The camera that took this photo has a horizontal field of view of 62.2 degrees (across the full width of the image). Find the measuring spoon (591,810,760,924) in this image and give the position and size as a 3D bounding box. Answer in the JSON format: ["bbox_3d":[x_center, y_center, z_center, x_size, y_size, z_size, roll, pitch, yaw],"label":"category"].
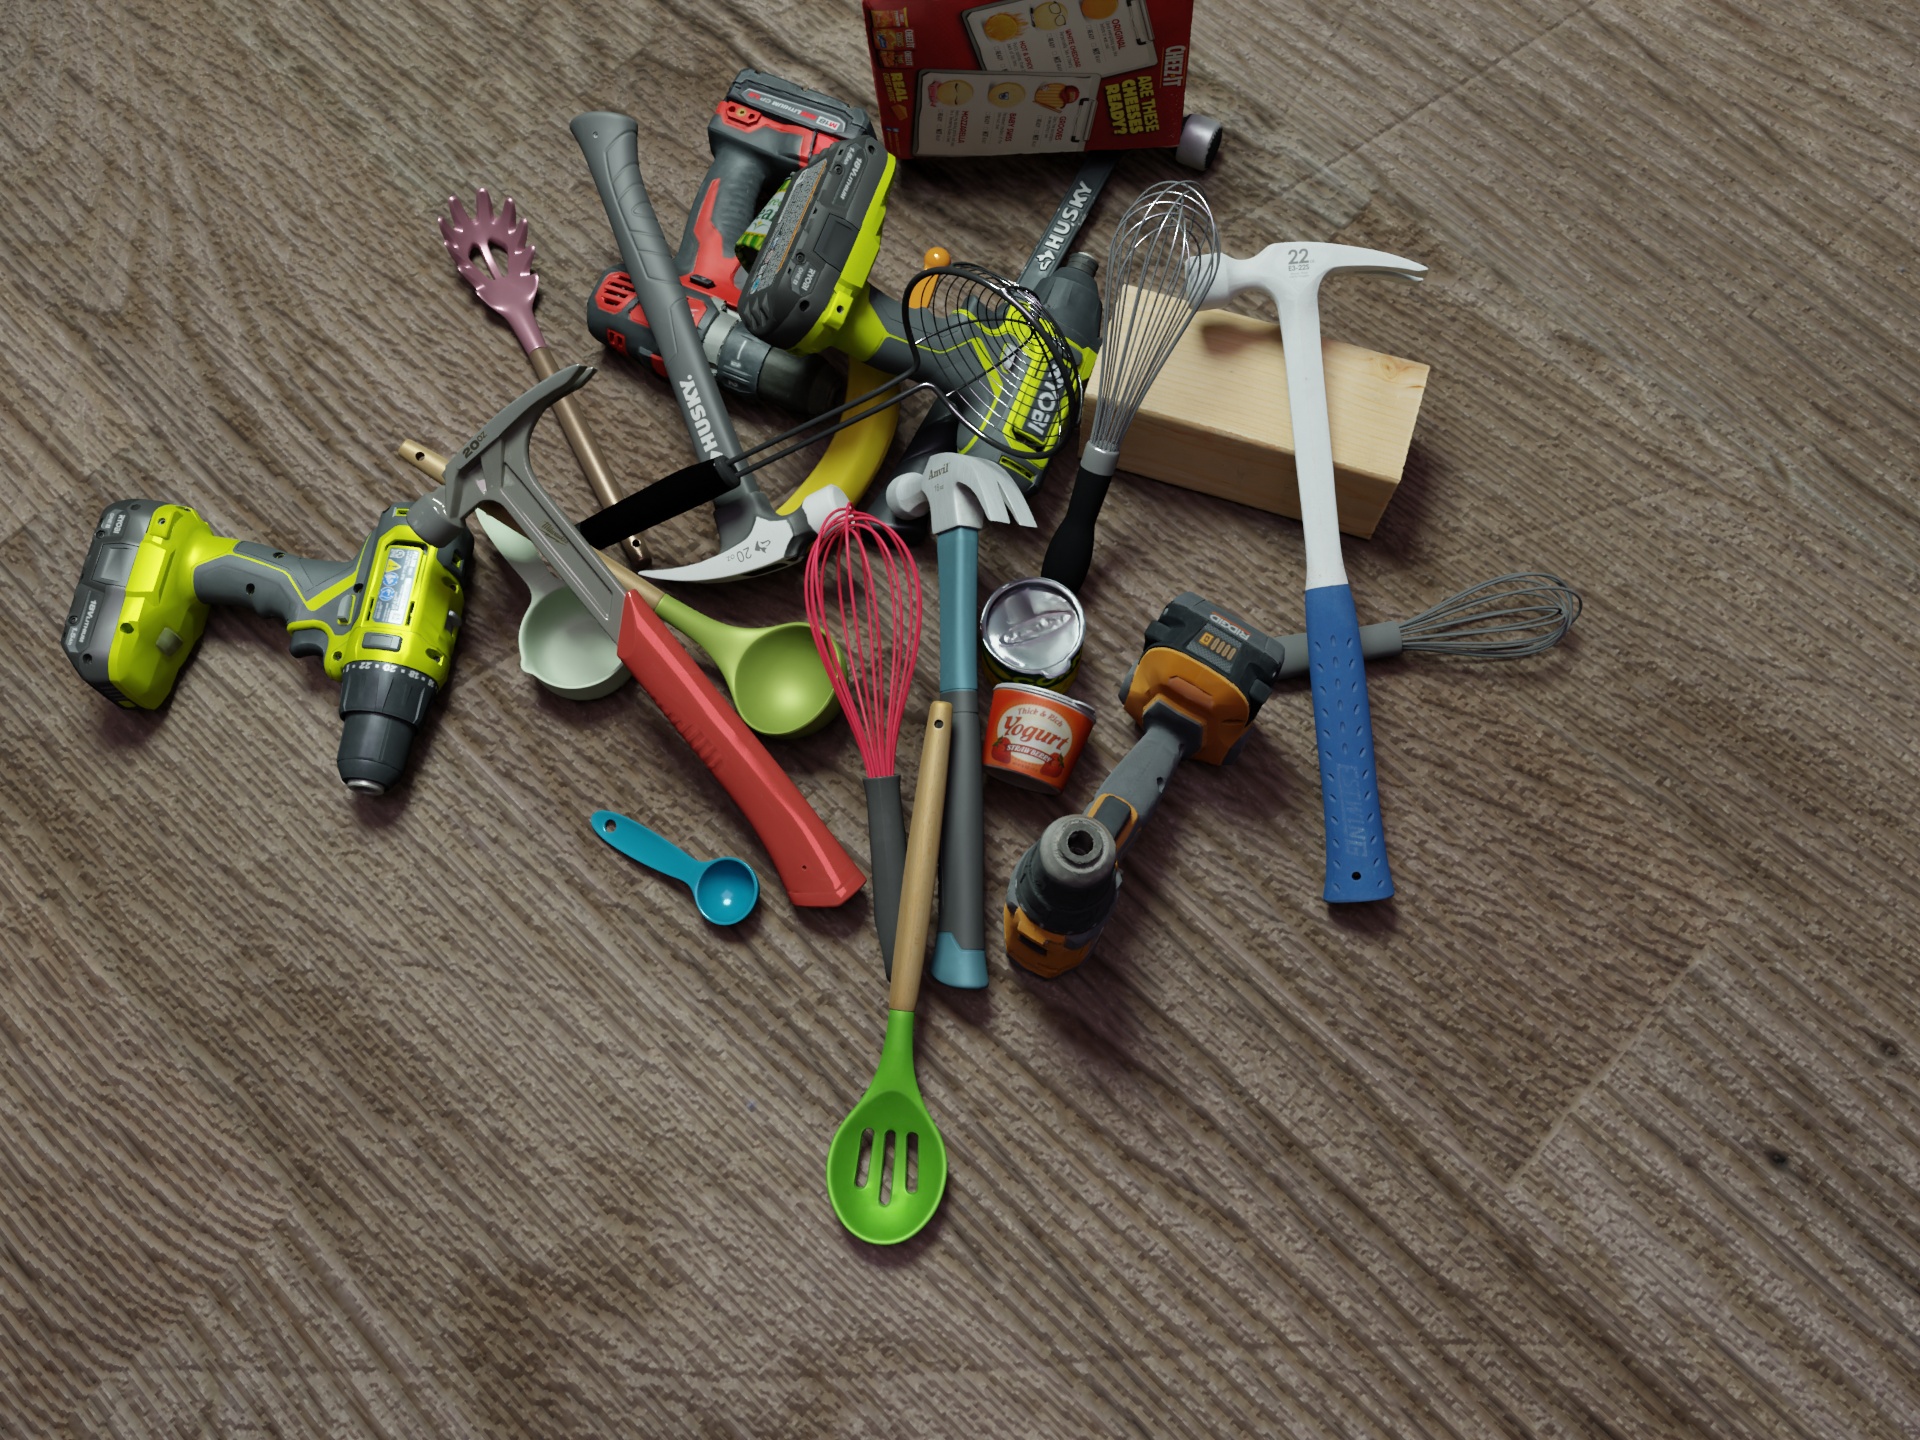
[{"bbox_3d":[-0.178,0.089,1.001,0.129,0.021,0.042,26,88,20],"label":"measuring spoon"}]

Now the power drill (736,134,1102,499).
[{"bbox_3d":[-0.014,-0.264,1.018,0.223,0.080,0.171,26,81,-28],"label":"power drill"}]

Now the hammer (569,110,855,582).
[{"bbox_3d":[-0.191,-0.249,1.050,0.146,0.035,0.335,-23,84,19],"label":"hammer"}]

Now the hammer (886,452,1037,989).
[{"bbox_3d":[-0.002,-0.003,0.977,0.033,0.128,0.331,4,82,-33],"label":"hammer"}]

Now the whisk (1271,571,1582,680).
[{"bbox_3d":[0.280,-0.054,1.024,0.239,0.055,0.055,-10,70,2],"label":"whisk"}]

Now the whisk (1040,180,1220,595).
[{"bbox_3d":[0.098,-0.194,0.990,0.070,0.284,0.070,13,29,-7],"label":"whisk"}]

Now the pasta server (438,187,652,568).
[{"bbox_3d":[-0.285,-0.240,1.112,0.060,0.040,0.316,-23,72,-18],"label":"pasta server"}]

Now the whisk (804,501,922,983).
[{"bbox_3d":[-0.050,0.015,0.964,0.073,0.073,0.296,-6,91,-1],"label":"whisk"}]

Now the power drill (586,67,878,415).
[{"bbox_3d":[-0.134,-0.328,1.121,0.188,0.080,0.227,24,75,10],"label":"power drill"}]

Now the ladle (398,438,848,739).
[{"bbox_3d":[-0.213,-0.090,1.002,0.320,0.062,0.078,32,82,-5],"label":"ladle"}]

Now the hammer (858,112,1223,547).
[{"bbox_3d":[0.036,-0.293,1.124,0.149,0.036,0.409,25,73,11],"label":"hammer"}]

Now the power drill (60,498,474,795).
[{"bbox_3d":[-0.442,-0.054,1.028,0.228,0.080,0.191,6,70,1],"label":"power drill"}]

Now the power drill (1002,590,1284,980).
[{"bbox_3d":[0.101,0.035,0.924,0.084,0.185,0.226,32,71,10],"label":"power drill"}]

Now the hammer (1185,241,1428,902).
[{"bbox_3d":[0.230,-0.093,0.975,0.144,0.035,0.405,-6,88,7],"label":"hammer"}]

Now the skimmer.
[{"bbox_3d":[-0.097,-0.160,0.951,0.363,0.127,0.090,-21,30,22],"label":"skimmer"}]

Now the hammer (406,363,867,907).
[{"bbox_3d":[-0.174,-0.037,0.971,0.149,0.037,0.359,-39,92,11],"label":"hammer"}]

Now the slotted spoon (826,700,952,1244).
[{"bbox_3d":[-0.029,0.144,0.933,0.070,0.031,0.314,7,85,2],"label":"slotted spoon"}]

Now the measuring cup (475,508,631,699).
[{"bbox_3d":[-0.273,-0.083,1.054,0.083,0.038,0.168,-35,71,-11],"label":"measuring cup"}]

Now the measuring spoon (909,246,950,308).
[{"bbox_3d":[-0.036,-0.293,1.137,0.021,0.011,0.117,21,72,9],"label":"measuring spoon"}]
